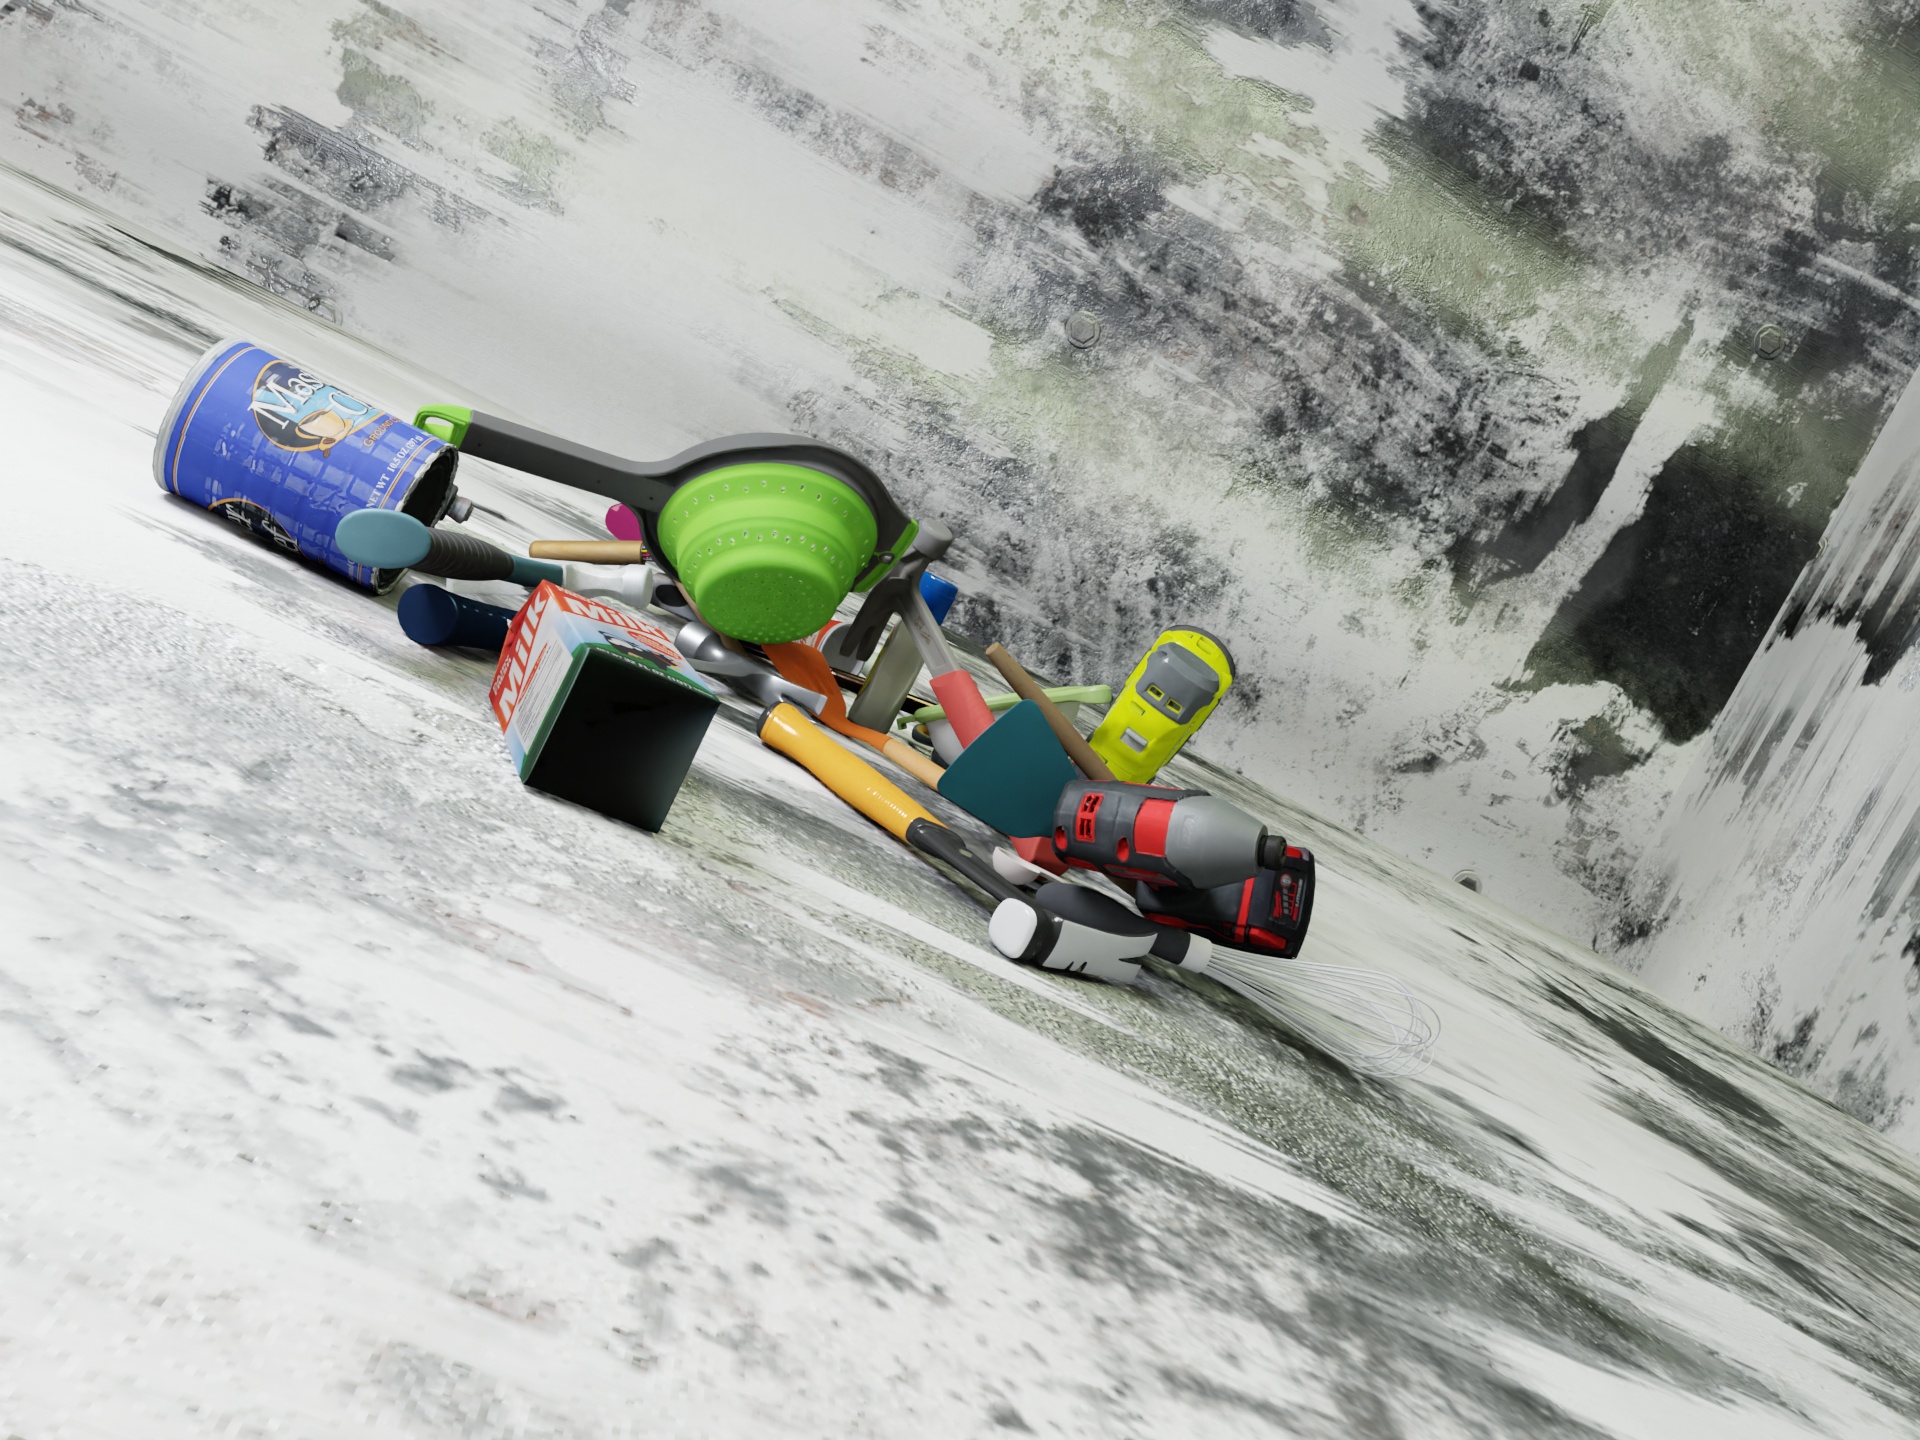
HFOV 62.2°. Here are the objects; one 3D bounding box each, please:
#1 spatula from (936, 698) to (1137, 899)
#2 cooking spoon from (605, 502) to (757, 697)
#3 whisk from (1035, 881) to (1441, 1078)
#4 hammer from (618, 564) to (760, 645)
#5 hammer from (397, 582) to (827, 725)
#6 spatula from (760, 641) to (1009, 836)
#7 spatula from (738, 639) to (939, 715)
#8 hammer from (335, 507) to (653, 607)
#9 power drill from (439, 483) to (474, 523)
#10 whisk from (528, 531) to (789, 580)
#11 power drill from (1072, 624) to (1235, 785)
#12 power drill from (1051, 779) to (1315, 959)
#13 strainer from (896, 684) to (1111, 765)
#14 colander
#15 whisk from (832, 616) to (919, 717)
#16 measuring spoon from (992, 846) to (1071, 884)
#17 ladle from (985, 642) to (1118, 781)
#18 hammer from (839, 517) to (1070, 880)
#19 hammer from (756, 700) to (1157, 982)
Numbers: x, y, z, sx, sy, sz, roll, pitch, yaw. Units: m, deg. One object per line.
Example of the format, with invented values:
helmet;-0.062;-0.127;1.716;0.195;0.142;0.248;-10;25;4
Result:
spatula;0.091;0.084;1.106;0.044;0.082;0.317;48;4;35
cooking spoon;-0.236;-0.113;1.387;0.068;0.017;0.319;-16;43;-25
whisk;0.180;0.161;1.028;0.284;0.070;0.070;22;7;-6
hammer;-0.230;-0.118;1.609;0.143;0.038;0.386;20;5;2
hammer;-0.226;-0.045;1.082;0.144;0.035;0.405;29;6;19
spatula;-0.037;0.024;1.287;0.323;0.041;0.081;32;14;29
spatula;-0.097;-0.034;1.484;0.316;0.018;0.060;20;5;7
hammer;-0.287;-0.096;0.964;0.128;0.033;0.331;5;1;2
power drill;-0.434;-0.183;1.155;0.164;0.084;0.227;27;2;-19
whisk;-0.253;-0.143;1.382;0.245;0.051;0.047;1;18;5
power drill;0.154;0.010;1.356;0.080;0.190;0.228;37;20;6
power drill;0.160;0.095;1.041;0.143;0.078;0.219;6;-15;26
strainer;0.060;0.010;1.316;0.151;0.069;0.256;-7;0;-24
colander;-0.223;-0.145;1.224;0.396;0.204;0.095;15;53;-27
whisk;-0.126;-0.092;1.622;0.246;0.057;0.059;45;36;3
measuring spoon;0.060;0.115;1.099;0.034;0.018;0.124;32;1;41
ladle;0.133;0.053;1.227;0.320;0.062;0.078;49;10;-17
hammer;-0.002;-0.004;1.247;0.036;0.149;0.360;14;32;-34
hammer;-0.024;0.067;1.018;0.127;0.034;0.337;20;10;-46
